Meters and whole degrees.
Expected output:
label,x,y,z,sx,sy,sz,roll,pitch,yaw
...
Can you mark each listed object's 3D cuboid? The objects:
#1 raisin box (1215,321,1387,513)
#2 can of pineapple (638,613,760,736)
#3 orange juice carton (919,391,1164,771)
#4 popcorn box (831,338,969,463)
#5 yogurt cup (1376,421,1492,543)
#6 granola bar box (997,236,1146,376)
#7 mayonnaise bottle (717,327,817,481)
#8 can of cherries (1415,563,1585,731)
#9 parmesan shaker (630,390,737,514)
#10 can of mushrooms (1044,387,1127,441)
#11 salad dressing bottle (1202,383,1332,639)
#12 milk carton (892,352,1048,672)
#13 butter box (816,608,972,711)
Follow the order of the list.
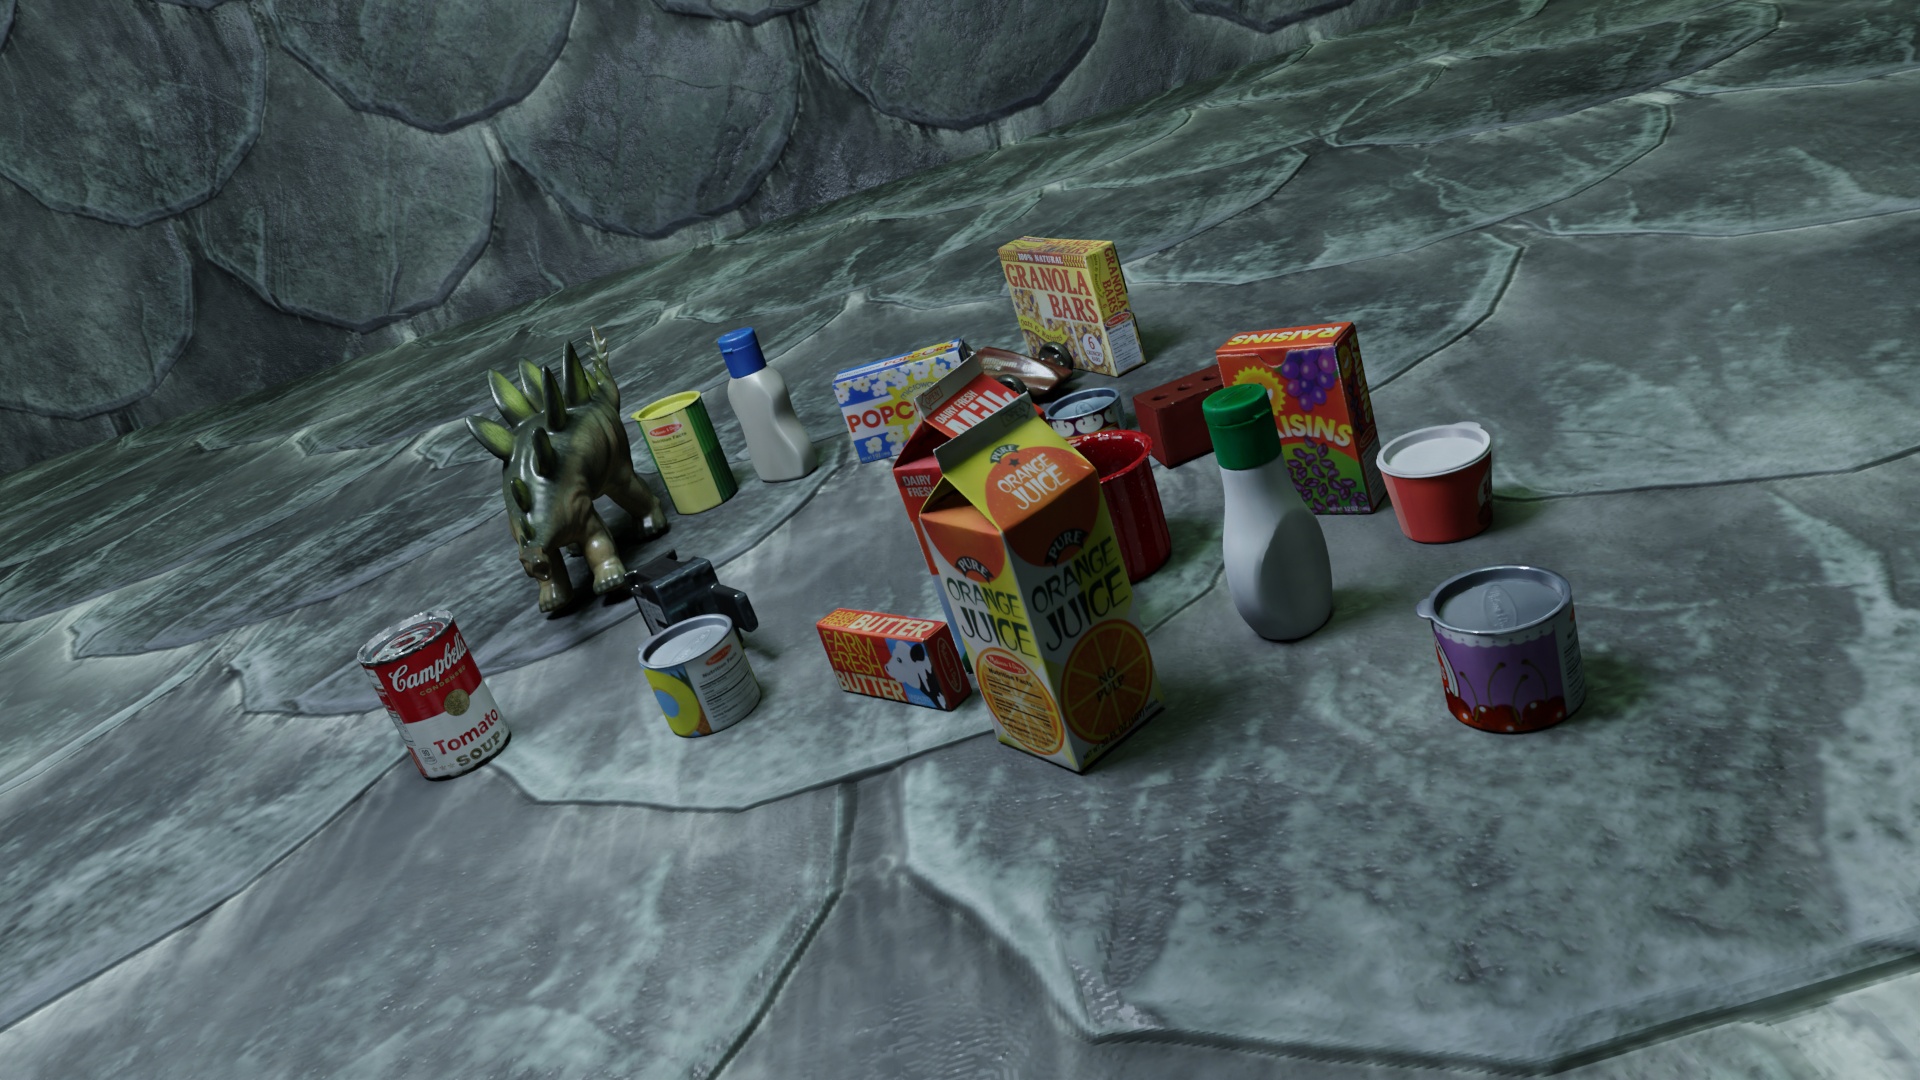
label,x,y,z,sx,sy,sz,roll,pitch,yaw
raisin box,0.228,-0.079,0.925,0.086,0.123,0.040,1,29,39
can of pineapple,-0.176,0.090,0.935,0.071,0.057,0.071,-16,23,7
orange juice carton,0.040,0.021,0.751,0.072,0.192,0.073,-33,26,-30
popcorn box,-0.047,-0.130,1.304,0.126,0.085,0.038,-14,23,12
yogurt cup,0.297,-0.034,0.859,0.072,0.053,0.073,-16,23,7
granola bar box,0.108,-0.234,1.370,0.039,0.123,0.166,-27,24,-20
mayonnaise bottle,-0.188,-0.129,1.328,0.064,0.147,0.041,-3,27,34
can of cherries,0.265,0.052,0.681,0.071,0.058,0.072,-16,23,7
parmesan shaker,-0.267,-0.084,1.344,0.071,0.102,0.071,-16,22,7
can of mushrooms,0.106,-0.103,1.192,0.071,0.033,0.071,-16,23,7
salad dressing bottle,0.173,-0.016,0.792,0.064,0.147,0.044,-31,25,-26
milk carton,0.021,-0.015,0.851,0.073,0.189,0.073,-2,28,36
butter box,-0.044,0.074,0.877,0.103,0.053,0.024,5,32,44
